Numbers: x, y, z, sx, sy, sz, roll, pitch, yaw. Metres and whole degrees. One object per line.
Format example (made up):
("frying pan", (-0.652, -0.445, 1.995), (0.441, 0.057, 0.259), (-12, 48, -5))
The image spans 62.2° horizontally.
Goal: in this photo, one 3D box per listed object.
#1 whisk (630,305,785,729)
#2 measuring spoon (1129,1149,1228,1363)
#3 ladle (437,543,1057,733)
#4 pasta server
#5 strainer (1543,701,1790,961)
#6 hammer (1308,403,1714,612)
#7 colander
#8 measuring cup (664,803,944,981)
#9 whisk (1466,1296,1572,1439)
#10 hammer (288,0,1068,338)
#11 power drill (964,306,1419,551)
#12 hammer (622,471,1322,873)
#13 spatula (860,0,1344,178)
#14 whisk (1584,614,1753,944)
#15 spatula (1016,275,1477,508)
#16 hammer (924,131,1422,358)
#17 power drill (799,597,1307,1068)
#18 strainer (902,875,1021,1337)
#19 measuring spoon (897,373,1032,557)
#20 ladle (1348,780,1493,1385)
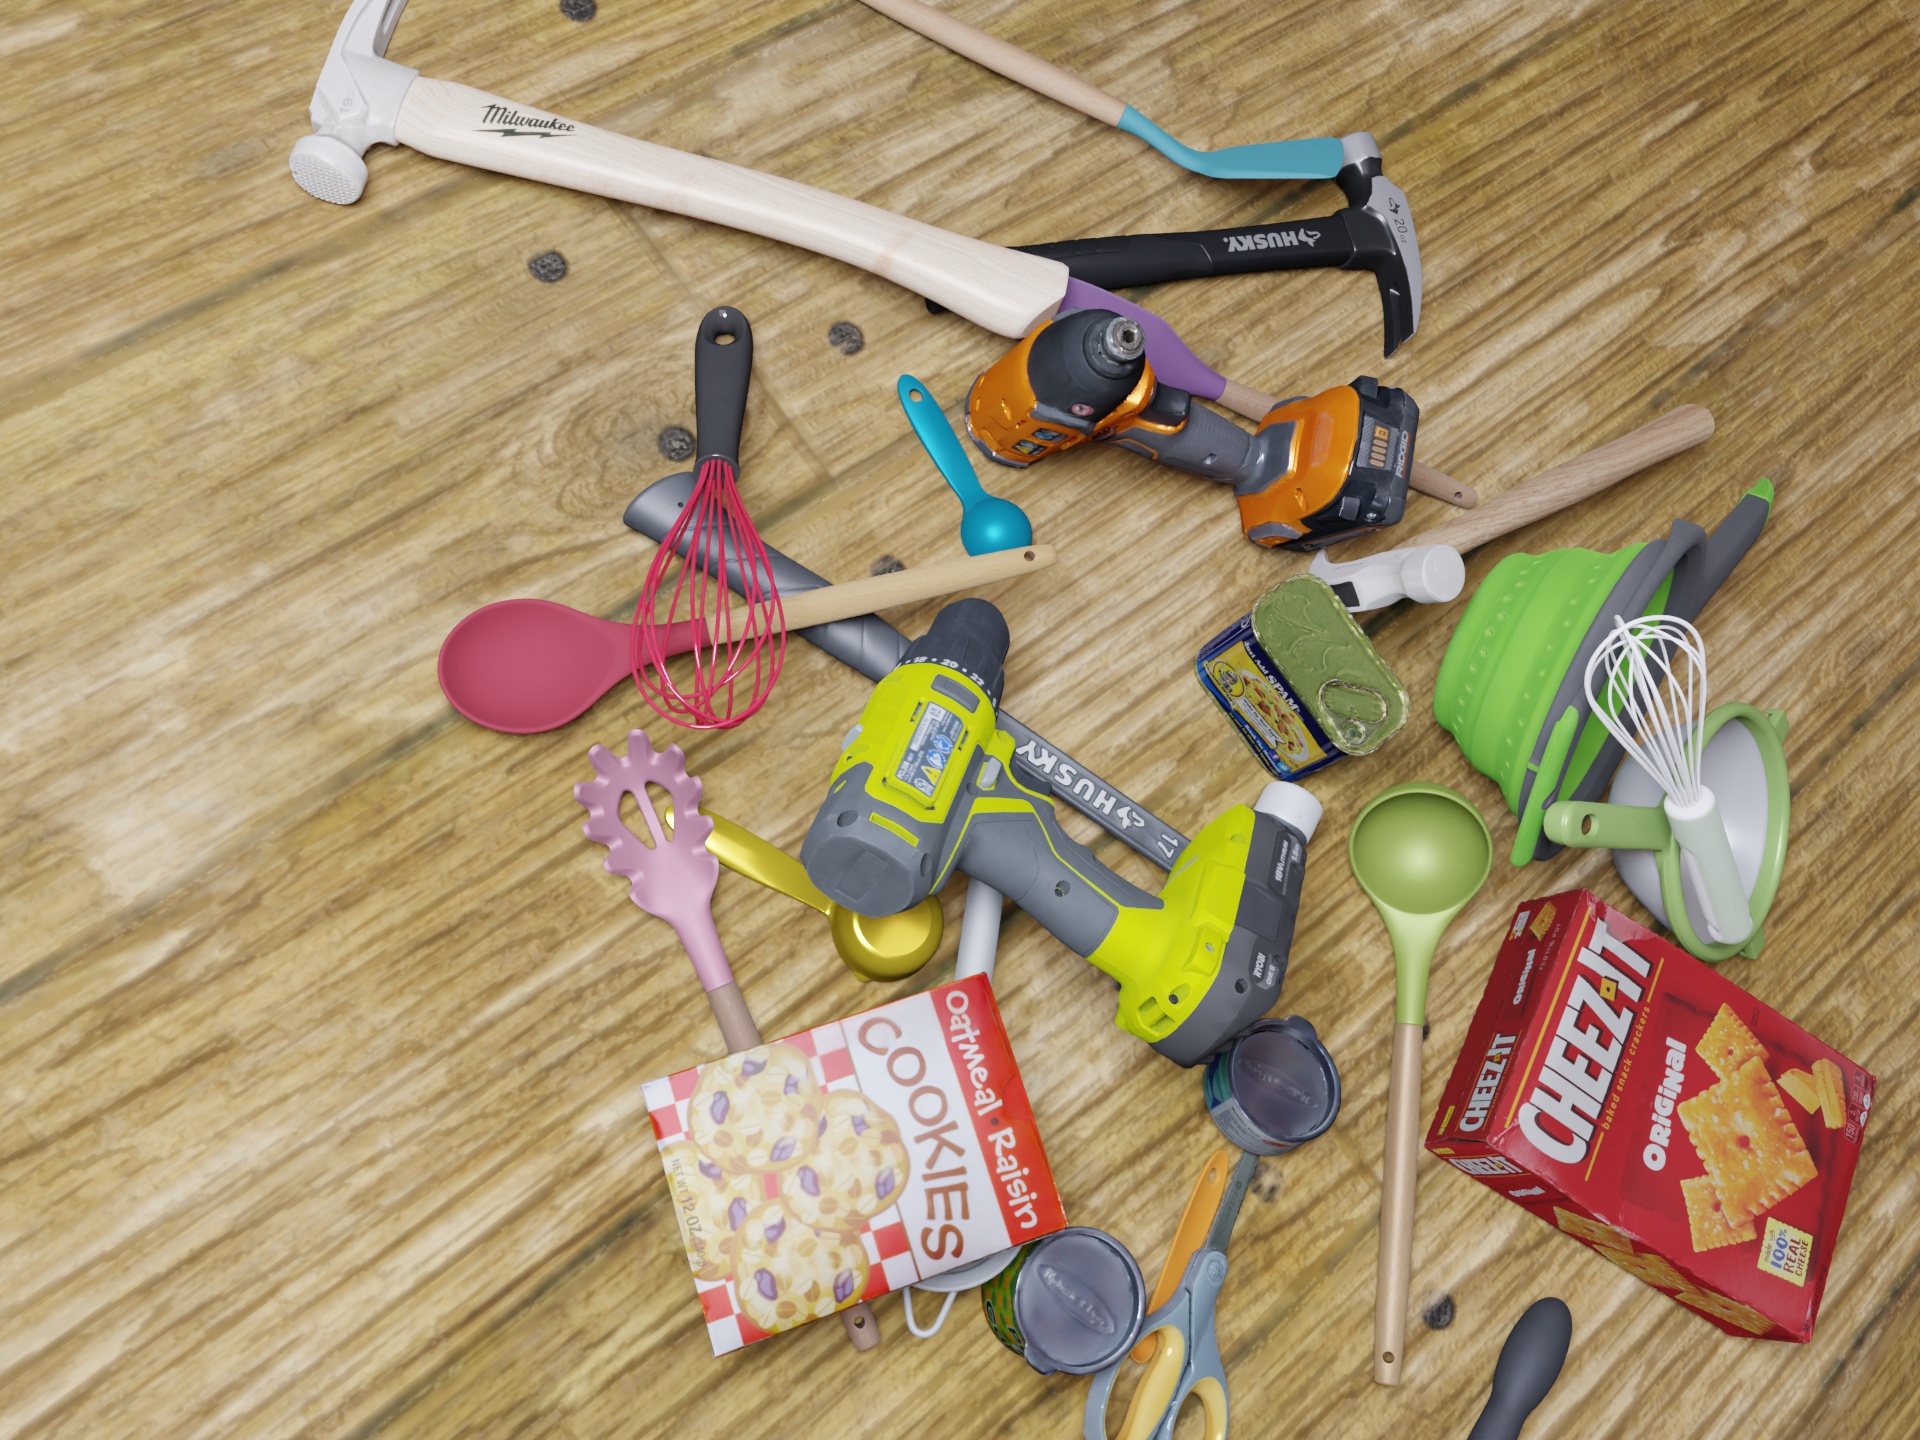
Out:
("whisk", (-0.122, -0.111, 0.796), (0.073, 0.073, 0.296), (8, 50, -15))
("measuring spoon", (0.111, 0.274, 0.821), (0.021, 0.011, 0.117), (45, 62, -29))
("ladle", (-0.103, -0.053, 0.808), (0.315, 0.031, 0.069), (-13, 83, -8))
("pasta server", (-0.106, 0.155, 0.771), (0.060, 0.040, 0.316), (-23, 84, -8))
("strainer", (0.385, 0.059, 0.906), (0.256, 0.069, 0.151), (5, 91, -39))
("hammer", (0.339, -0.130, 0.954), (0.331, 0.130, 0.031), (-25, 101, -28))
("colander", (0.387, -0.069, 0.959), (0.095, 0.204, 0.397), (27, 45, 28))
("measuring cup", (-0.079, 0.080, 0.806), (0.156, 0.029, 0.062), (29, 68, -6))
("whisk", (0.243, 0.411, 0.800), (0.070, 0.070, 0.285), (42, 62, -2))
("hammer", (-0.138, -0.300, 0.874), (0.410, 0.038, 0.146), (14, 70, -7))
("power drill", (0.131, -0.162, 0.868), (0.226, 0.164, 0.084), (13, 82, -17))
("hammer", (-0.001, -0.003, 0.853), (0.409, 0.036, 0.149), (34, 69, -5))
("spatula", (0.080, -0.391, 0.970), (0.317, 0.044, 0.082), (25, 38, -2))
("whisk", (0.374, 0.037, 0.821), (0.059, 0.058, 0.246), (-28, 124, 10))
("spatula", (0.178, -0.188, 0.962), (0.315, 0.059, 0.018), (19, 28, -15))
("hammer", (0.135, -0.279, 0.974), (0.334, 0.035, 0.146), (-12, 78, -20))
("power drill", (0.051, 0.048, 0.780), (0.228, 0.080, 0.191), (31, 45, -7))
("strainer", (0.002, 0.167, 0.789), (0.087, 0.050, 0.258), (7, 76, 5))
("measuring spoon", (0.001, -0.145, 0.900), (0.042, 0.021, 0.128), (-28, 84, -22))
("ladle", (0.241, 0.191, 0.861), (0.078, 0.062, 0.320), (3, 74, 18))
